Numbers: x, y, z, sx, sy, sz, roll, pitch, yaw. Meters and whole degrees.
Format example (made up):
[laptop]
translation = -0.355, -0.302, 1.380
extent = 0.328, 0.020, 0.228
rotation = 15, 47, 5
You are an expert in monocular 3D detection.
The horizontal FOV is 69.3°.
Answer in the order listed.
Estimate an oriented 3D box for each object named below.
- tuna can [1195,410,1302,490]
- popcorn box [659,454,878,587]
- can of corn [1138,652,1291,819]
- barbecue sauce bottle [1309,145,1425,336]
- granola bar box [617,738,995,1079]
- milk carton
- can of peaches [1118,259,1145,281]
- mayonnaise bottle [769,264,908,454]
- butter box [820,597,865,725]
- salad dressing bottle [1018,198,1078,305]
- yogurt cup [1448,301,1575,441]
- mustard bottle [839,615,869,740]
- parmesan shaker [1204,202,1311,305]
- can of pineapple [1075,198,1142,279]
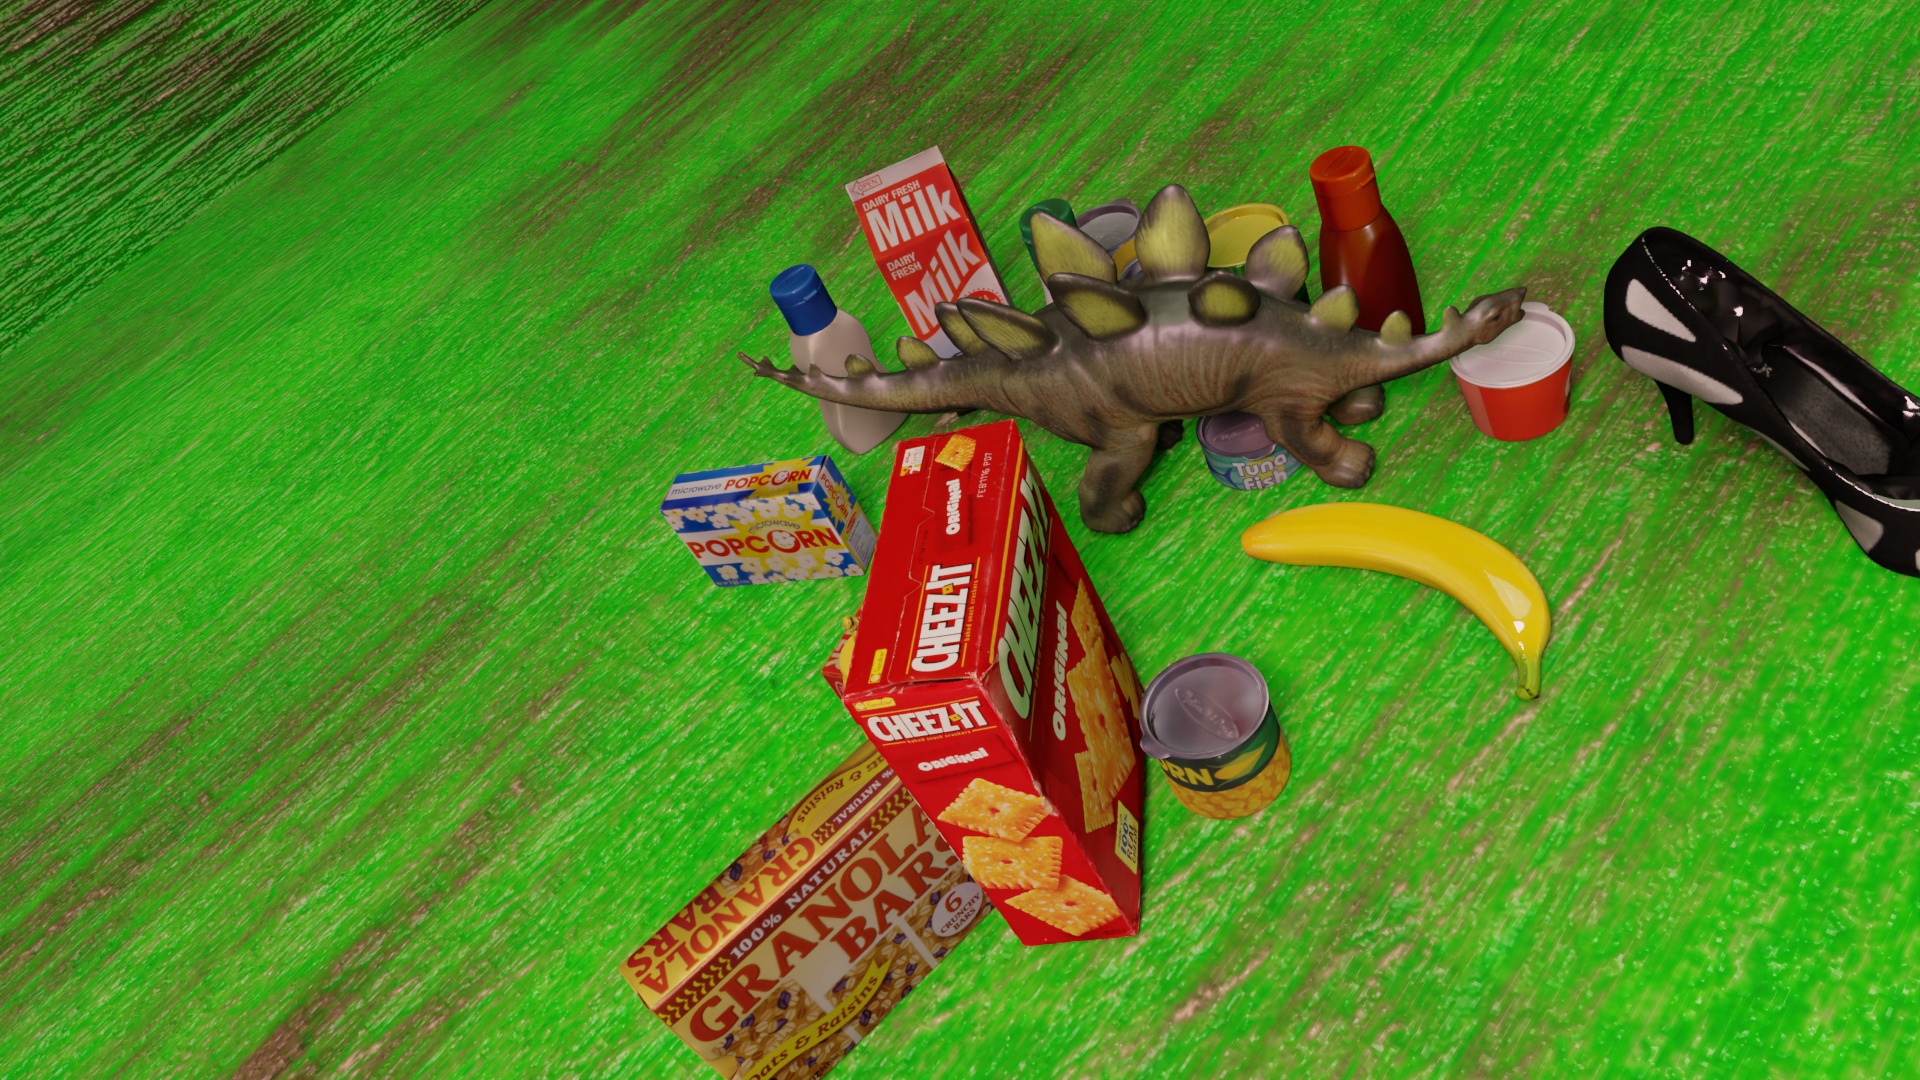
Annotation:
[tuna can]
translation = 0.186, -0.064, 0.877
extent = 0.071, 0.032, 0.071
rotation = -16, 41, 15
[popcorn box]
translation = -0.133, -0.012, 0.964
extent = 0.126, 0.085, 0.038
rotation = -6, 45, 25
[can of corn]
translation = 0.130, 0.103, 0.714
extent = 0.071, 0.058, 0.071
rotation = -16, 41, 15
[barbecue sauce bottle]
translation = 0.251, -0.174, 0.866
extent = 0.065, 0.148, 0.044
rotation = -43, 42, -17
[granola bar box]
translation = -0.064, 0.190, 0.682
extent = 0.166, 0.123, 0.039
rotation = -42, 41, -15
[milk carton]
translation = -0.011, -0.191, 1.001
extent = 0.072, 0.189, 0.074
rotation = -22, 40, 8
[can of peaches]
translation = 0.150, -0.167, 0.987
extent = 0.071, 0.057, 0.071
rotation = -16, 41, 15
[mayonnaise bottle]
translation = -0.091, -0.134, 1.021
extent = 0.065, 0.147, 0.041
rotation = -43, 42, -16
[butter box]
translation = -0.044, 0.060, 0.863
extent = 0.024, 0.053, 0.104
rotation = 5, 50, 33
[salad dressing bottle]
translation = 0.081, -0.164, 0.954
extent = 0.044, 0.147, 0.064
rotation = -35, 40, -8
[yogurt cup]
translation = 0.325, -0.095, 0.815
extent = 0.072, 0.053, 0.073
rotation = -16, 41, 15
[mustard bottle]
translation = -0.025, 0.087, 0.740
extent = 0.065, 0.159, 0.049
rotation = -34, 40, -6
[parmesan shaker]
translation = 0.198, -0.161, 0.919
extent = 0.071, 0.102, 0.072
rotation = -16, 41, 15
[can of pineapple]
translation = 0.116, -0.216, 1.058
extent = 0.071, 0.057, 0.071
rotation = -16, 41, 15
